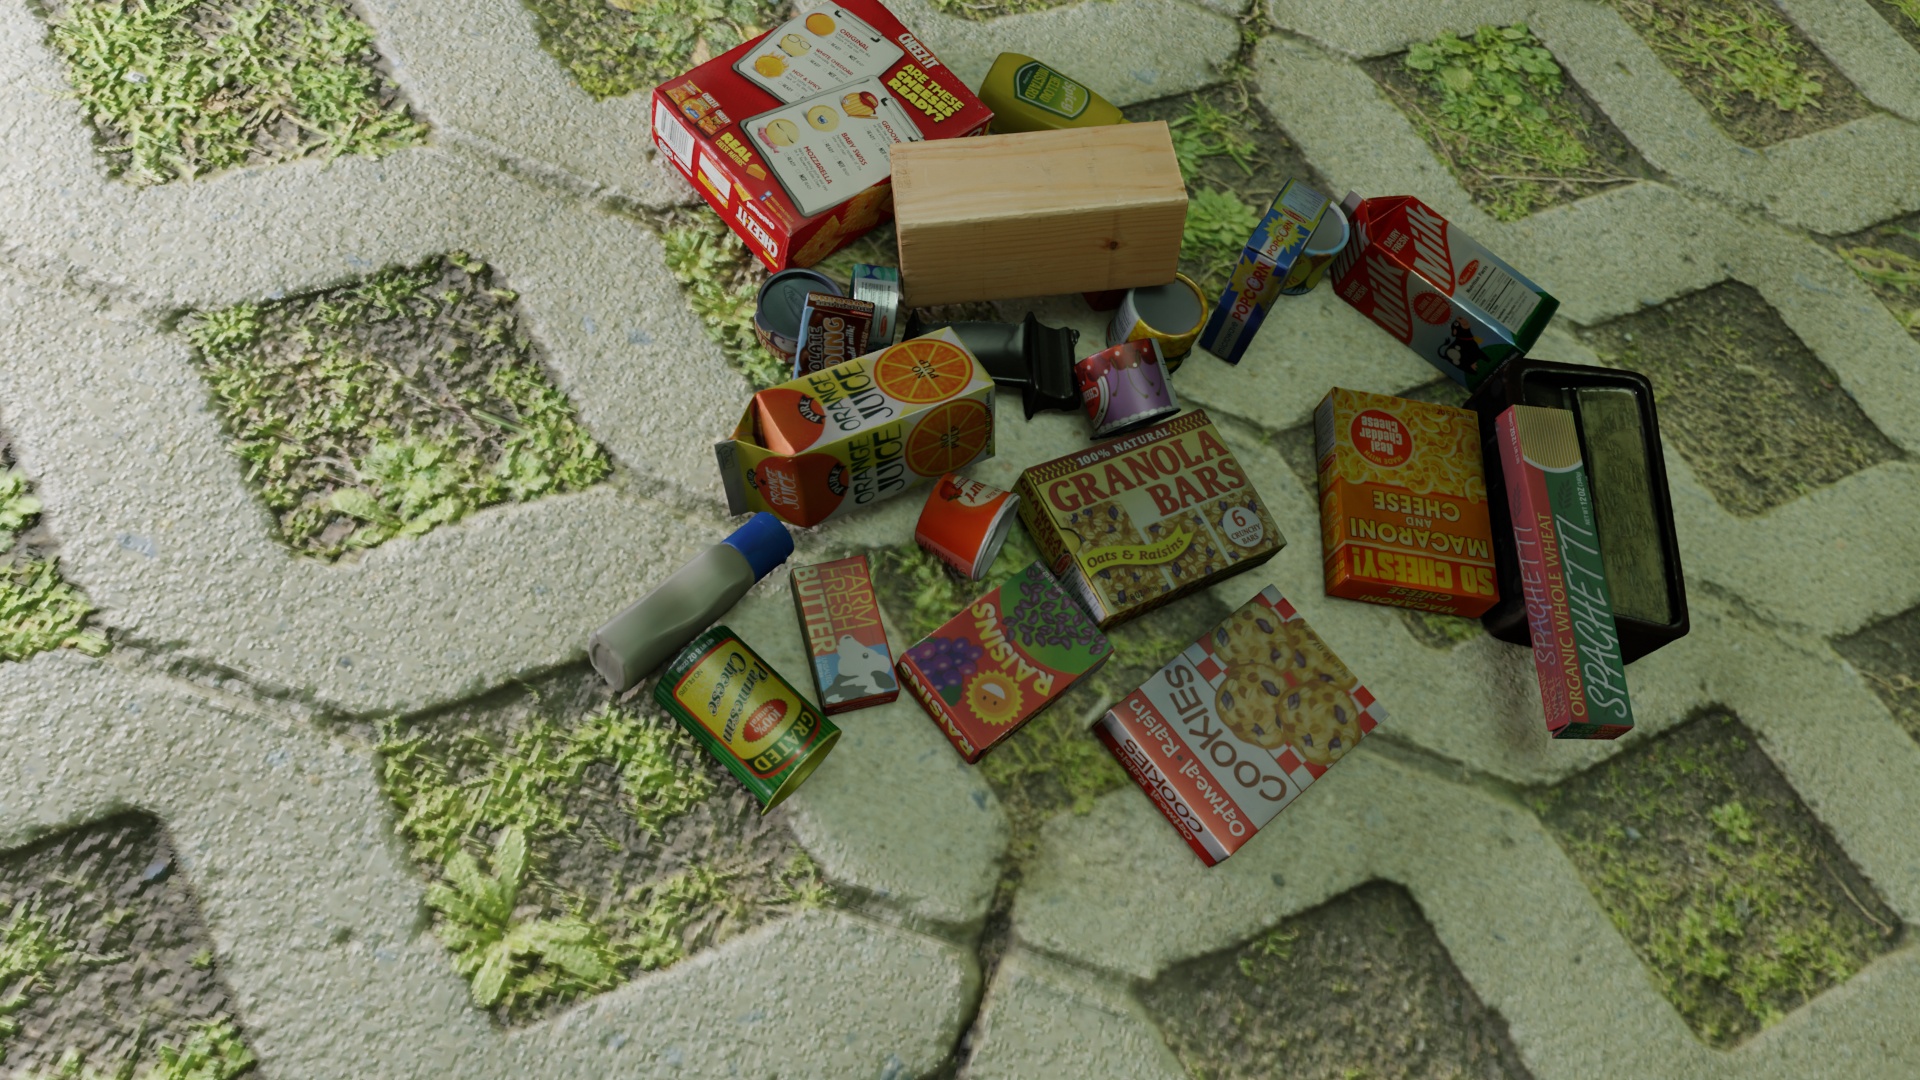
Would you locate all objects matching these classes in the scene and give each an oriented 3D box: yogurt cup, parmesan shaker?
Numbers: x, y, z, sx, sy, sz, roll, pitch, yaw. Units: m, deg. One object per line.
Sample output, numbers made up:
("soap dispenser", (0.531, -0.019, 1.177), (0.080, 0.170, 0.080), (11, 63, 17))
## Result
("yogurt cup", (0.003, -0.012, 0.969), (0.054, 0.072, 0.073), (26, 62, 10))
("parmesan shaker", (-0.136, 0.112, 0.875), (0.103, 0.071, 0.071), (41, 63, 9))

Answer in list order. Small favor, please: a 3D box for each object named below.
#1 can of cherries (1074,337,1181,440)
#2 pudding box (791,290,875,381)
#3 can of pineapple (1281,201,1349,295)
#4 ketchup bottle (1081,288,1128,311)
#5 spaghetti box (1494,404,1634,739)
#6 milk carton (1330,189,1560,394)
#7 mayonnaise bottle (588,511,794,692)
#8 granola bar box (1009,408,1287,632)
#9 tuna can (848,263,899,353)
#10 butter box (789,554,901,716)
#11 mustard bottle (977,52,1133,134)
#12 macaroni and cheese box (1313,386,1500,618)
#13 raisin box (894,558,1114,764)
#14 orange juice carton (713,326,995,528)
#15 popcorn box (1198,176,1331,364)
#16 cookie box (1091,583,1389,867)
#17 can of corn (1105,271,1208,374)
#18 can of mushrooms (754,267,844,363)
("can of cherries", (0.122, -0.112, 1.035), (0.072, 0.071, 0.058), (-17, 87, -20))
("pudding box", (-0.093, -0.132, 0.994), (0.050, 0.083, 0.030), (10, 32, -7))
("can of pineapple", (0.278, -0.245, 1.147), (0.071, 0.057, 0.071), (5, 64, -10))
("ketchup bottle", (0.100, -0.257, 1.121), (0.065, 0.043, 0.149), (-21, 70, -21))
("spaghetti box", (0.428, 0.018, 0.990), (0.050, 0.028, 0.251), (4, 65, -8))
("milk carton", (0.385, -0.213, 1.148), (0.191, 0.072, 0.074), (39, 63, 6))
("mayonnaise bottle", (-0.174, 0.037, 0.908), (0.041, 0.064, 0.149), (45, 60, 7))
("granola bar box", (0.137, -0.017, 1.007), (0.166, 0.039, 0.124), (-20, 70, -26))
("tuna can", (-0.066, -0.172, 1.032), (0.033, 0.070, 0.071), (5, 64, -9))
("butter box", (-0.079, 0.063, 0.935), (0.053, 0.024, 0.104), (-10, 67, -16))
("mustard bottle", (0.094, -0.352, 1.163), (0.160, 0.048, 0.065), (24, 63, 0))
("macaroni and cheese box", (0.340, -0.030, 1.066), (0.124, 0.040, 0.167), (9, 62, -8))
("raisin box", (0.030, 0.081, 0.943), (0.124, 0.040, 0.086), (-34, 77, -26))
("orange juice carton", (-0.075, -0.073, 0.963), (0.193, 0.071, 0.073), (-22, 51, -17))
("popcorn box", (0.235, -0.207, 1.080), (0.038, 0.126, 0.085), (31, 62, 8))
("cookie box", (0.193, 0.125, 0.958), (0.168, 0.040, 0.123), (-33, 75, -26))
("can of corn", (0.156, -0.169, 1.082), (0.071, 0.058, 0.071), (5, 64, -10))
("can of mushrooms", (-0.121, -0.166, 1.033), (0.071, 0.033, 0.071), (5, 64, -11))
